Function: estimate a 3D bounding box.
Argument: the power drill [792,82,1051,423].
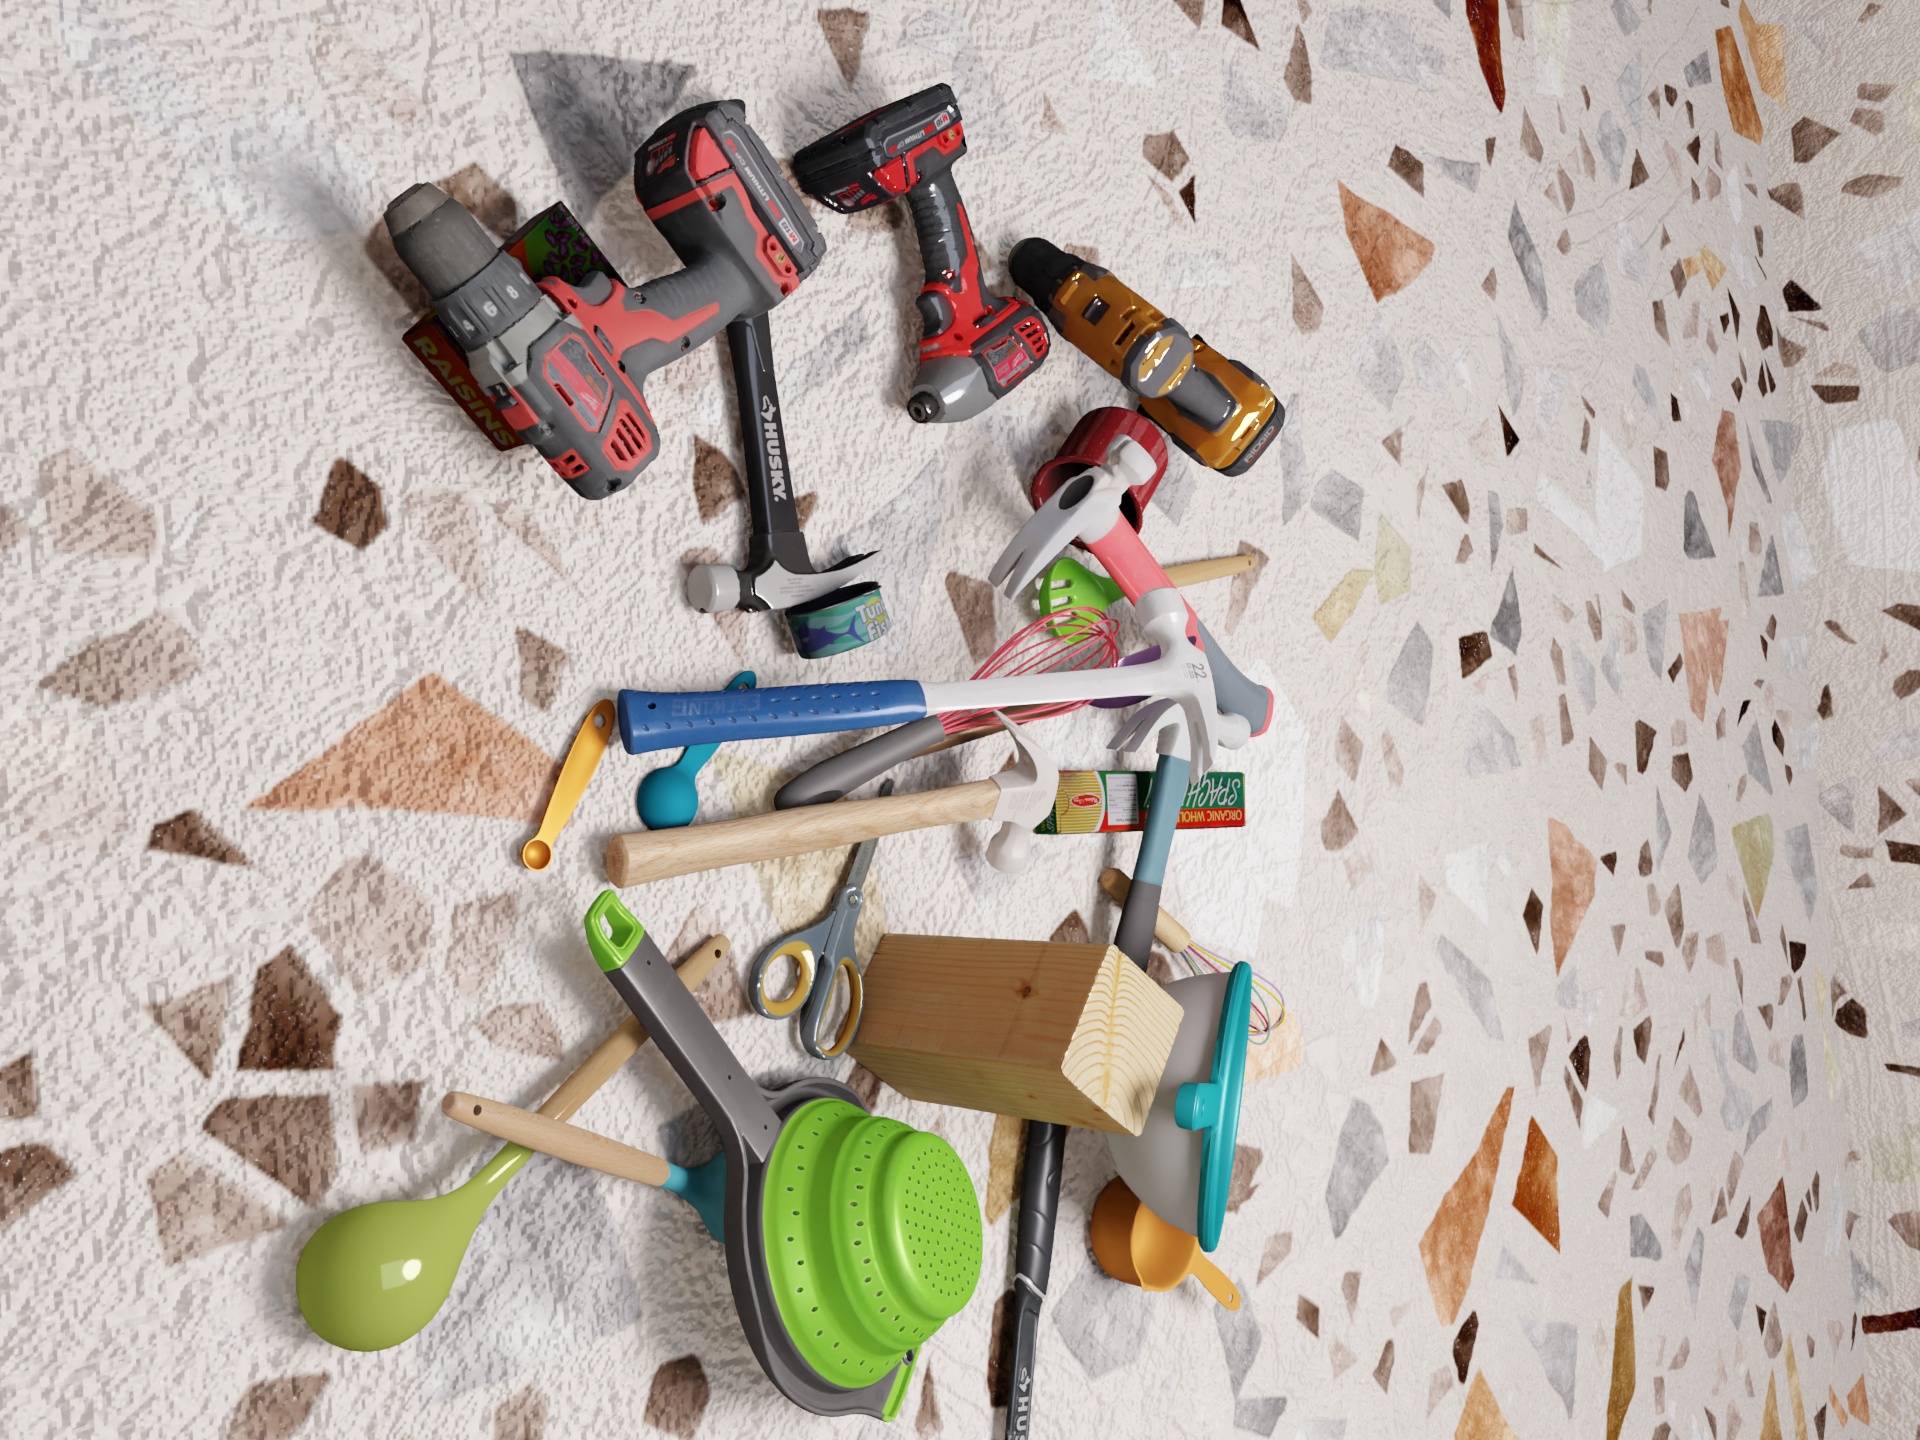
[{"bbox_3d":[-0.023,-0.324,1.140,0.143,0.078,0.219,-45,120,-37],"label":"power drill"}]

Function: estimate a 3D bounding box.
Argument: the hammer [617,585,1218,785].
[{"bbox_3d":[-0.014,-0.010,1.029,0.405,0.035,0.144,-5,62,-22],"label":"hammer"}]

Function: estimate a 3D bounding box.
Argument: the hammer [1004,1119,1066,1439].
[{"bbox_3d":[0.054,0.439,1.173,0.149,0.036,0.409,18,73,-44],"label":"hammer"}]

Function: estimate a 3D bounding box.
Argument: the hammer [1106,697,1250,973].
[{"bbox_3d":[0.145,0.141,1.255,0.128,0.033,0.331,18,84,-38],"label":"hammer"}]

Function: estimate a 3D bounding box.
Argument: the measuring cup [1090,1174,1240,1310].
[{"bbox_3d":[0.166,0.427,1.275,0.173,0.052,0.095,49,55,-33],"label":"measuring cup"}]

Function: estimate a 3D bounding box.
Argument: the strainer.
[{"bbox_3d":[0.142,0.264,1.120,0.340,0.095,0.211,42,56,-71],"label":"strainer"}]

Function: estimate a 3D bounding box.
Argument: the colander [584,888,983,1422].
[{"bbox_3d":[-0.087,0.253,0.960,0.396,0.094,0.205,60,27,-22],"label":"colander"}]

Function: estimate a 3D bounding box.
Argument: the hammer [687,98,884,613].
[{"bbox_3d":[-0.133,-0.240,1.048,0.146,0.035,0.335,-9,93,-44],"label":"hammer"}]

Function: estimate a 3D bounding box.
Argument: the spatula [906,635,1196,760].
[{"bbox_3d":[0.059,-0.009,1.191,0.316,0.018,0.059,-17,138,-33],"label":"spatula"}]

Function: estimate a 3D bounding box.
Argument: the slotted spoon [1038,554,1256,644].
[{"bbox_3d":[0.161,-0.115,1.337,0.313,0.031,0.070,-16,99,-47],"label":"slotted spoon"}]

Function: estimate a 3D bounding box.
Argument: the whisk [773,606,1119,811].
[{"bbox_3d":[-0.002,-0.004,1.106,0.296,0.073,0.073,-27,106,-25],"label":"whisk"}]

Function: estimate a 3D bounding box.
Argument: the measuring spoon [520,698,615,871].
[{"bbox_3d":[-0.233,0.037,0.942,0.021,0.011,0.117,41,56,-36],"label":"measuring spoon"}]

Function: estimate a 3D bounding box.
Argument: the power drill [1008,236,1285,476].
[{"bbox_3d":[0.143,-0.294,1.264,0.084,0.186,0.226,-52,145,13],"label":"power drill"}]

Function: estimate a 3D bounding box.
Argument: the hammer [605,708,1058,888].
[{"bbox_3d":[-0.072,0.065,1.040,0.331,0.031,0.130,-7,128,-35],"label":"hammer"}]

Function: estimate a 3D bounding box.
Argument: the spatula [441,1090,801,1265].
[{"bbox_3d":[-0.179,0.255,0.917,0.317,0.044,0.082,44,49,-54],"label":"spatula"}]

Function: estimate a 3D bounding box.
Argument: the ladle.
[{"bbox_3d":[-0.238,0.223,0.904,0.320,0.062,0.078,-46,119,-45],"label":"ladle"}]

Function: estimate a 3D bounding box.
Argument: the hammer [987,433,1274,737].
[{"bbox_3d":[0.160,-0.068,1.274,0.143,0.038,0.385,-45,141,2],"label":"hammer"}]

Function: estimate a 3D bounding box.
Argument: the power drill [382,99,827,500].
[{"bbox_3d":[-0.198,-0.261,0.902,0.187,0.080,0.227,53,55,-28],"label":"power drill"}]

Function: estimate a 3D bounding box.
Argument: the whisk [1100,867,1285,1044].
[{"bbox_3d":[0.194,0.200,1.334,0.244,0.047,0.051,43,59,-29],"label":"whisk"}]

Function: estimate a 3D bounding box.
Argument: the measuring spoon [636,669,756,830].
[{"bbox_3d":[-0.159,0.017,1.006,0.042,0.021,0.129,49,57,-31],"label":"measuring spoon"}]
